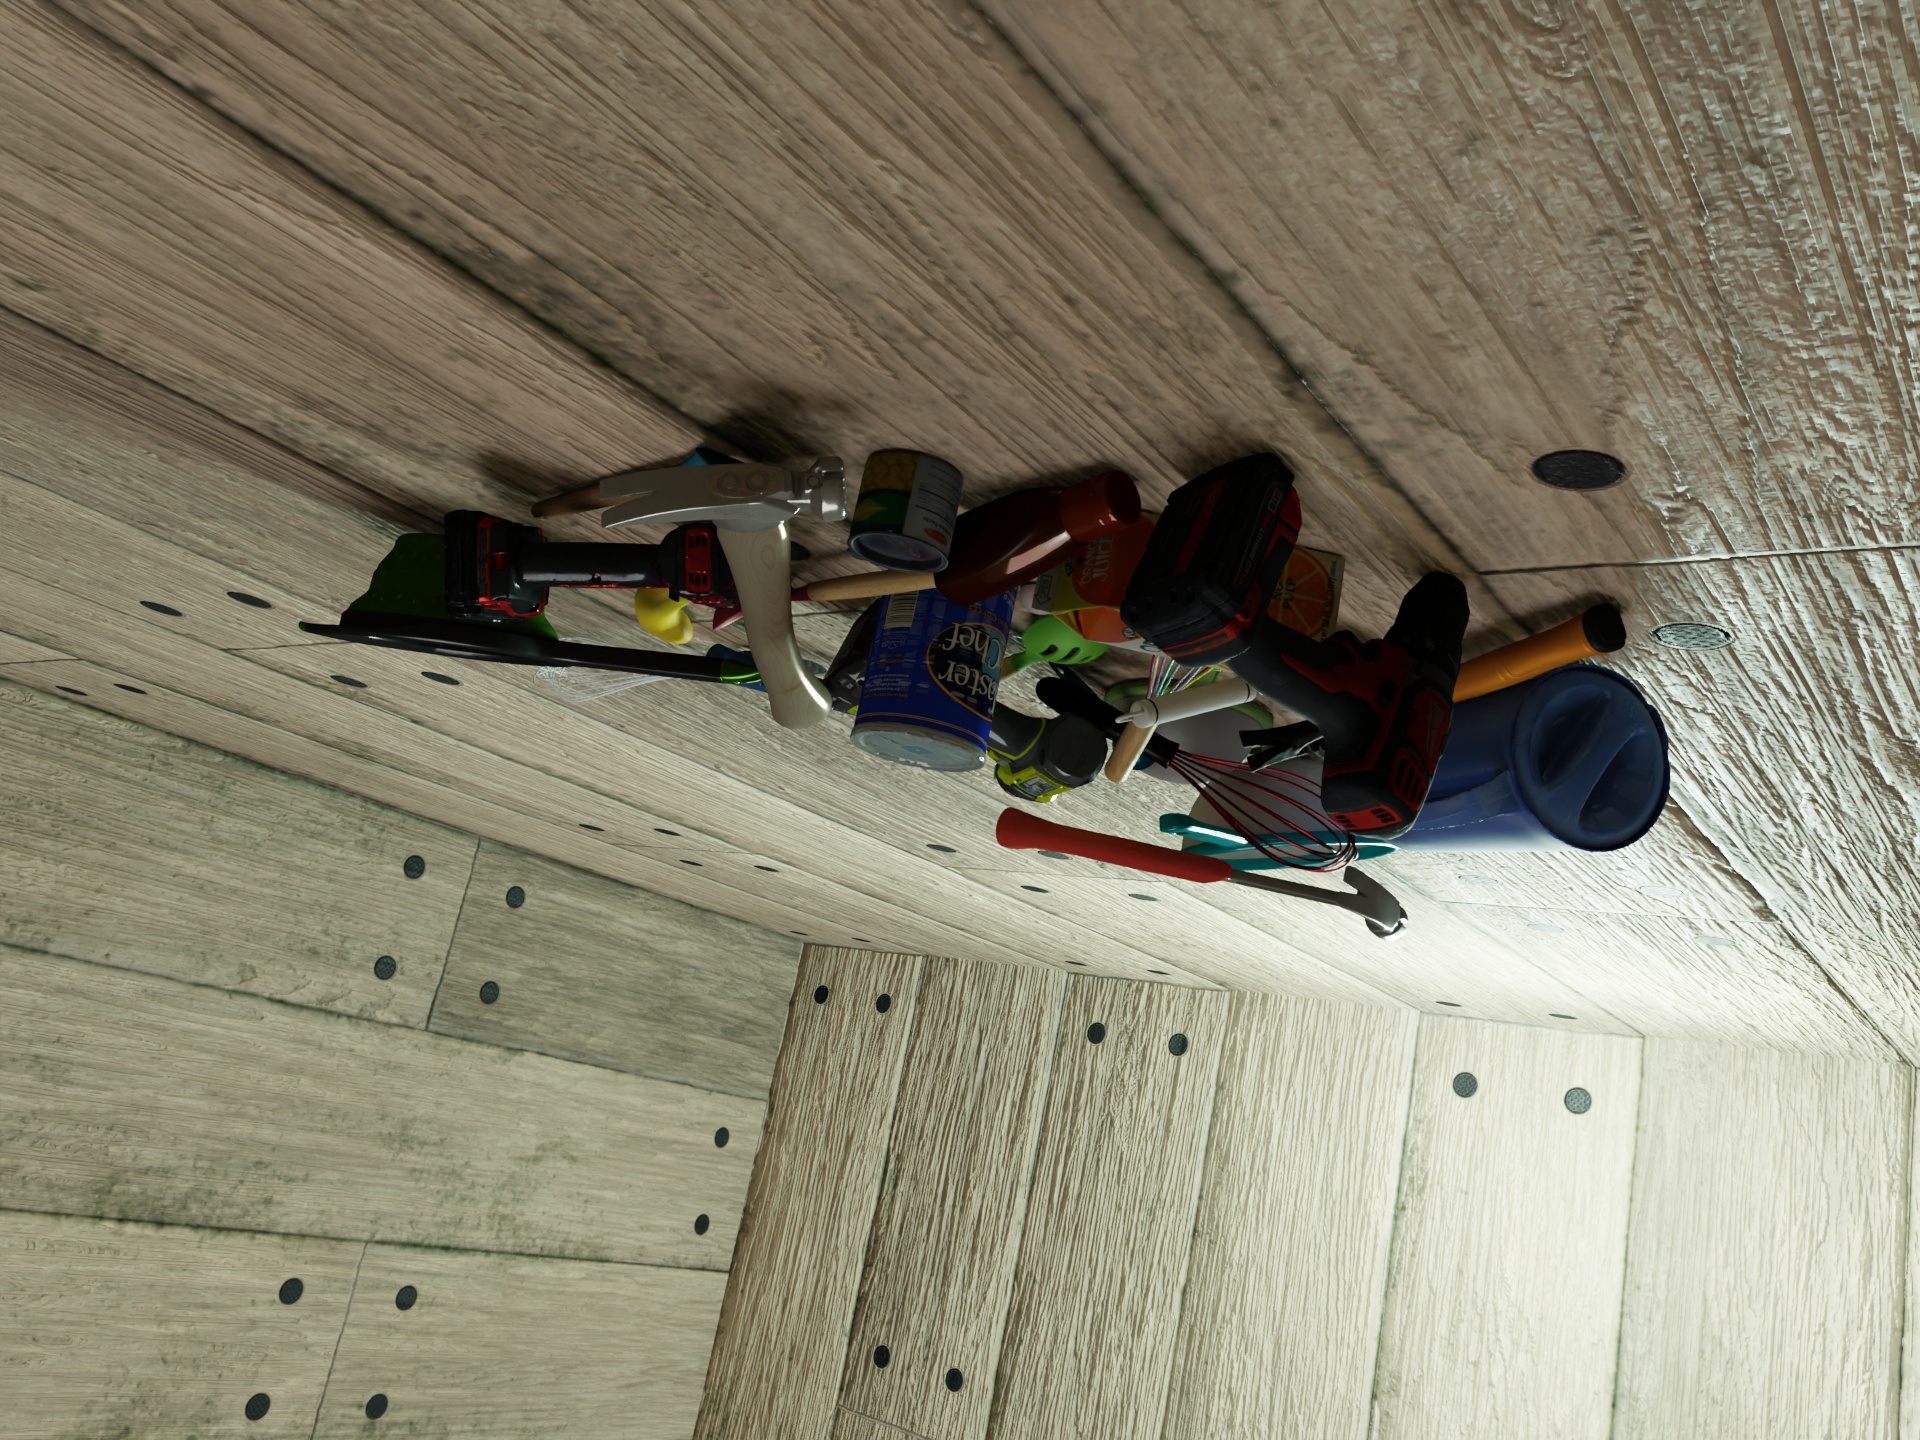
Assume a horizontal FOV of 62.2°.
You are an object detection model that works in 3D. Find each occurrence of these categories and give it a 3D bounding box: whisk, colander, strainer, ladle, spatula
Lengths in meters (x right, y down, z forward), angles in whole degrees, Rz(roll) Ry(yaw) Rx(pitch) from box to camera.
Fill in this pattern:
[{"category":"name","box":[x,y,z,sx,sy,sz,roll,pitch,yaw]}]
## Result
[{"category":"whisk","box":[0.191,0.038,1.303,0.296,0.073,0.073,29,168,12]},{"category":"colander","box":[-0.343,-0.094,1.320,0.397,0.094,0.204,6,177,11]},{"category":"whisk","box":[-0.298,-0.051,1.556,0.285,0.070,0.070,0,162,24]},{"category":"strainer","box":[0.208,-0.026,1.136,0.258,0.050,0.087,-13,175,-36]},{"category":"ladle","box":[-0.096,-0.098,1.205,0.315,0.069,0.031,-2,116,50]},{"category":"strainer","box":[0.195,0.006,1.354,0.151,0.069,0.256,10,167,5]},{"category":"spatula","box":[-0.220,-0.157,1.115,0.082,0.044,0.317,10,171,-43]},{"category":"strainer","box":[0.265,0.075,1.446,0.211,0.095,0.340,-11,165,33]},{"category":"whisk","box":[0.152,-0.016,1.206,0.047,0.051,0.244,26,146,3]}]

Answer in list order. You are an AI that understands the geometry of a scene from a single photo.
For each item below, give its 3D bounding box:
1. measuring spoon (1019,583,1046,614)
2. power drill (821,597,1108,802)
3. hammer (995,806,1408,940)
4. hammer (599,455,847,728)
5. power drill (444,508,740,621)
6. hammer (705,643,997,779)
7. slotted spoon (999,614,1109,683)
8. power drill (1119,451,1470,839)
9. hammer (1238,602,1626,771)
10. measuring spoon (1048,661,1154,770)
[{"category":"measuring spoon","box":[0.102,-0.086,1.183,0.124,0.018,0.034,5,164,21]},{"category":"power drill","box":[-0.002,-0.004,1.340,0.223,0.080,0.171,30,163,-10]},{"category":"hammer","box":[0.181,0.118,1.320,0.359,0.037,0.149,10,168,34]},{"category":"hammer","box":[-0.145,-0.072,1.123,0.146,0.038,0.410,-4,161,-3]},{"category":"power drill","box":[-0.262,-0.115,1.193,0.219,0.078,0.143,0,-178,3]},{"category":"hammer","box":[-0.063,-0.003,1.541,0.405,0.035,0.144,17,165,-32]},{"category":"slotted spoon","box":[0.043,-0.045,1.369,0.070,0.031,0.314,14,167,-19]},{"category":"power drill","box":[0.219,-0.061,0.958,0.226,0.188,0.080,39,150,-22]},{"category":"hammer","box":[0.340,-0.021,1.150,0.127,0.034,0.337,-12,172,-25]},{"category":"measuring spoon","box":[0.115,-0.002,1.359,0.128,0.021,0.042,46,153,-7]}]
